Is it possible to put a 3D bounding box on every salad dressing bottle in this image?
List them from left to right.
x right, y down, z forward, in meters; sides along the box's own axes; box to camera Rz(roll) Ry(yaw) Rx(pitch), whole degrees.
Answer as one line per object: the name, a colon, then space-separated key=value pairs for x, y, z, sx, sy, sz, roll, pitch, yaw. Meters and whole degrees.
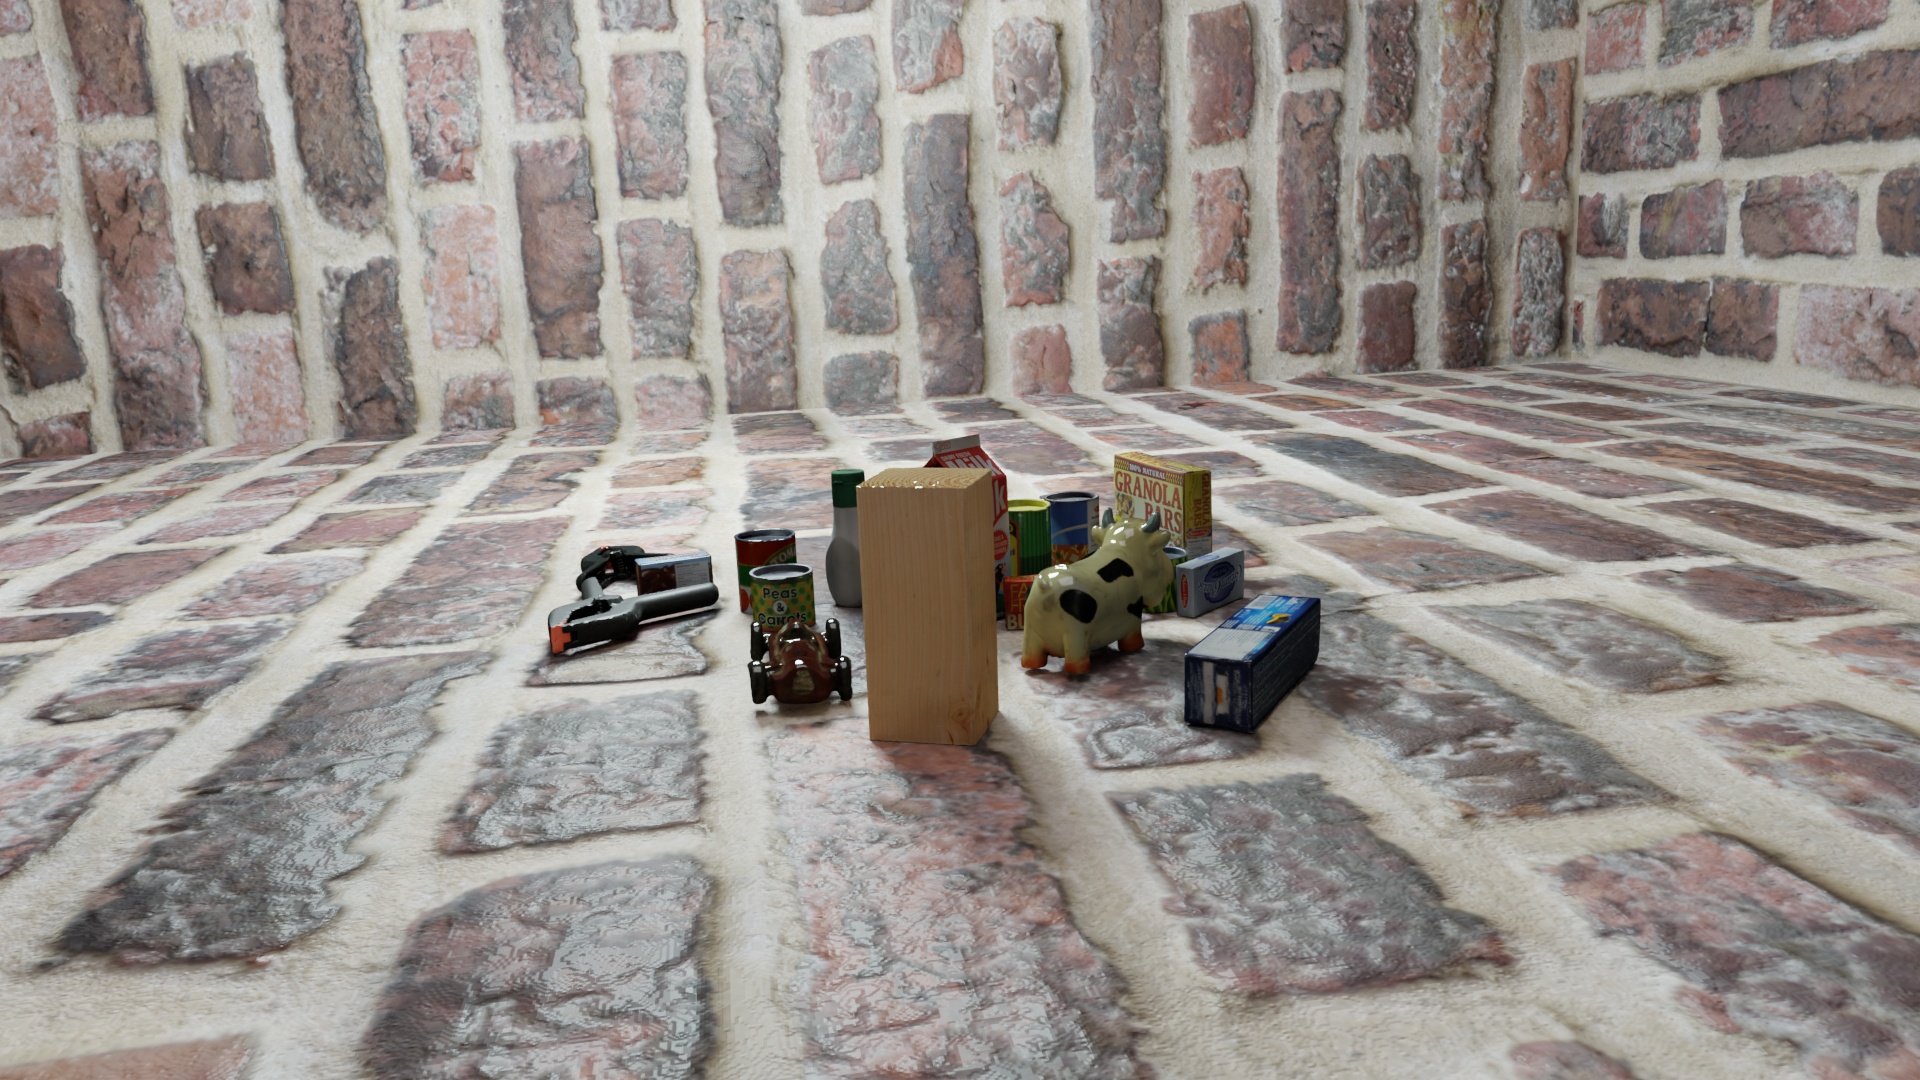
salad dressing bottle: x=-0.118 y=-0.004 z=1.511 sx=0.064 sy=0.147 sz=0.044 roll=4 pitch=13 yaw=28

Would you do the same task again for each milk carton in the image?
milk carton: x=0.001 y=-0.011 z=1.423 sx=0.073 sy=0.190 sz=0.072 roll=8 pitch=16 yaw=42

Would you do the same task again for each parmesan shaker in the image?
parmesan shaker: x=0.068 y=0.011 z=1.509 sx=0.071 sy=0.102 sz=0.071 roll=-2 pitch=12 yaw=1

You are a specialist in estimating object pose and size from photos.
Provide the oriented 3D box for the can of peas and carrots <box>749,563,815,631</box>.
can of peas and carrots: x=-0.184 y=0.060 z=1.442 sx=0.071 sy=0.058 sz=0.071 roll=-2 pitch=12 yaw=1

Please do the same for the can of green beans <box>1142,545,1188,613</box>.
can of green beans: x=0.206 y=0.040 z=1.455 sx=0.071 sy=0.057 sz=0.071 roll=-2 pitch=12 yaw=1

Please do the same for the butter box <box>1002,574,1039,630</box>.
butter box: x=0.095 y=0.061 z=1.394 sx=0.103 sy=0.053 sz=0.024 roll=-2 pitch=12 yaw=2

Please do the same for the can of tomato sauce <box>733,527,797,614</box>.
can of tomato sauce: x=-0.208 y=0.033 z=1.510 sx=0.071 sy=0.083 sz=0.071 roll=-2 pitch=12 yaw=1

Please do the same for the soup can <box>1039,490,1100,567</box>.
soup can: x=0.130 y=-0.013 z=1.652 sx=0.071 sy=0.083 sz=0.071 roll=-2 pitch=12 yaw=1

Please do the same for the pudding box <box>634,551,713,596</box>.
pudding box: x=-0.324 y=0.042 z=1.572 sx=0.084 sy=0.049 sz=0.030 roll=-8 pitch=13 yaw=-24

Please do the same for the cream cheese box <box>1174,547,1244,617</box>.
cream cheese box: x=0.260 y=0.043 z=1.443 sx=0.024 sy=0.053 sz=0.104 roll=8 pitch=16 yaw=40

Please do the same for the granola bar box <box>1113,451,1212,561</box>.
granola bar box: x=0.234 y=-0.032 z=1.625 sx=0.039 sy=0.124 sz=0.165 roll=-7 pitch=13 yaw=-21
